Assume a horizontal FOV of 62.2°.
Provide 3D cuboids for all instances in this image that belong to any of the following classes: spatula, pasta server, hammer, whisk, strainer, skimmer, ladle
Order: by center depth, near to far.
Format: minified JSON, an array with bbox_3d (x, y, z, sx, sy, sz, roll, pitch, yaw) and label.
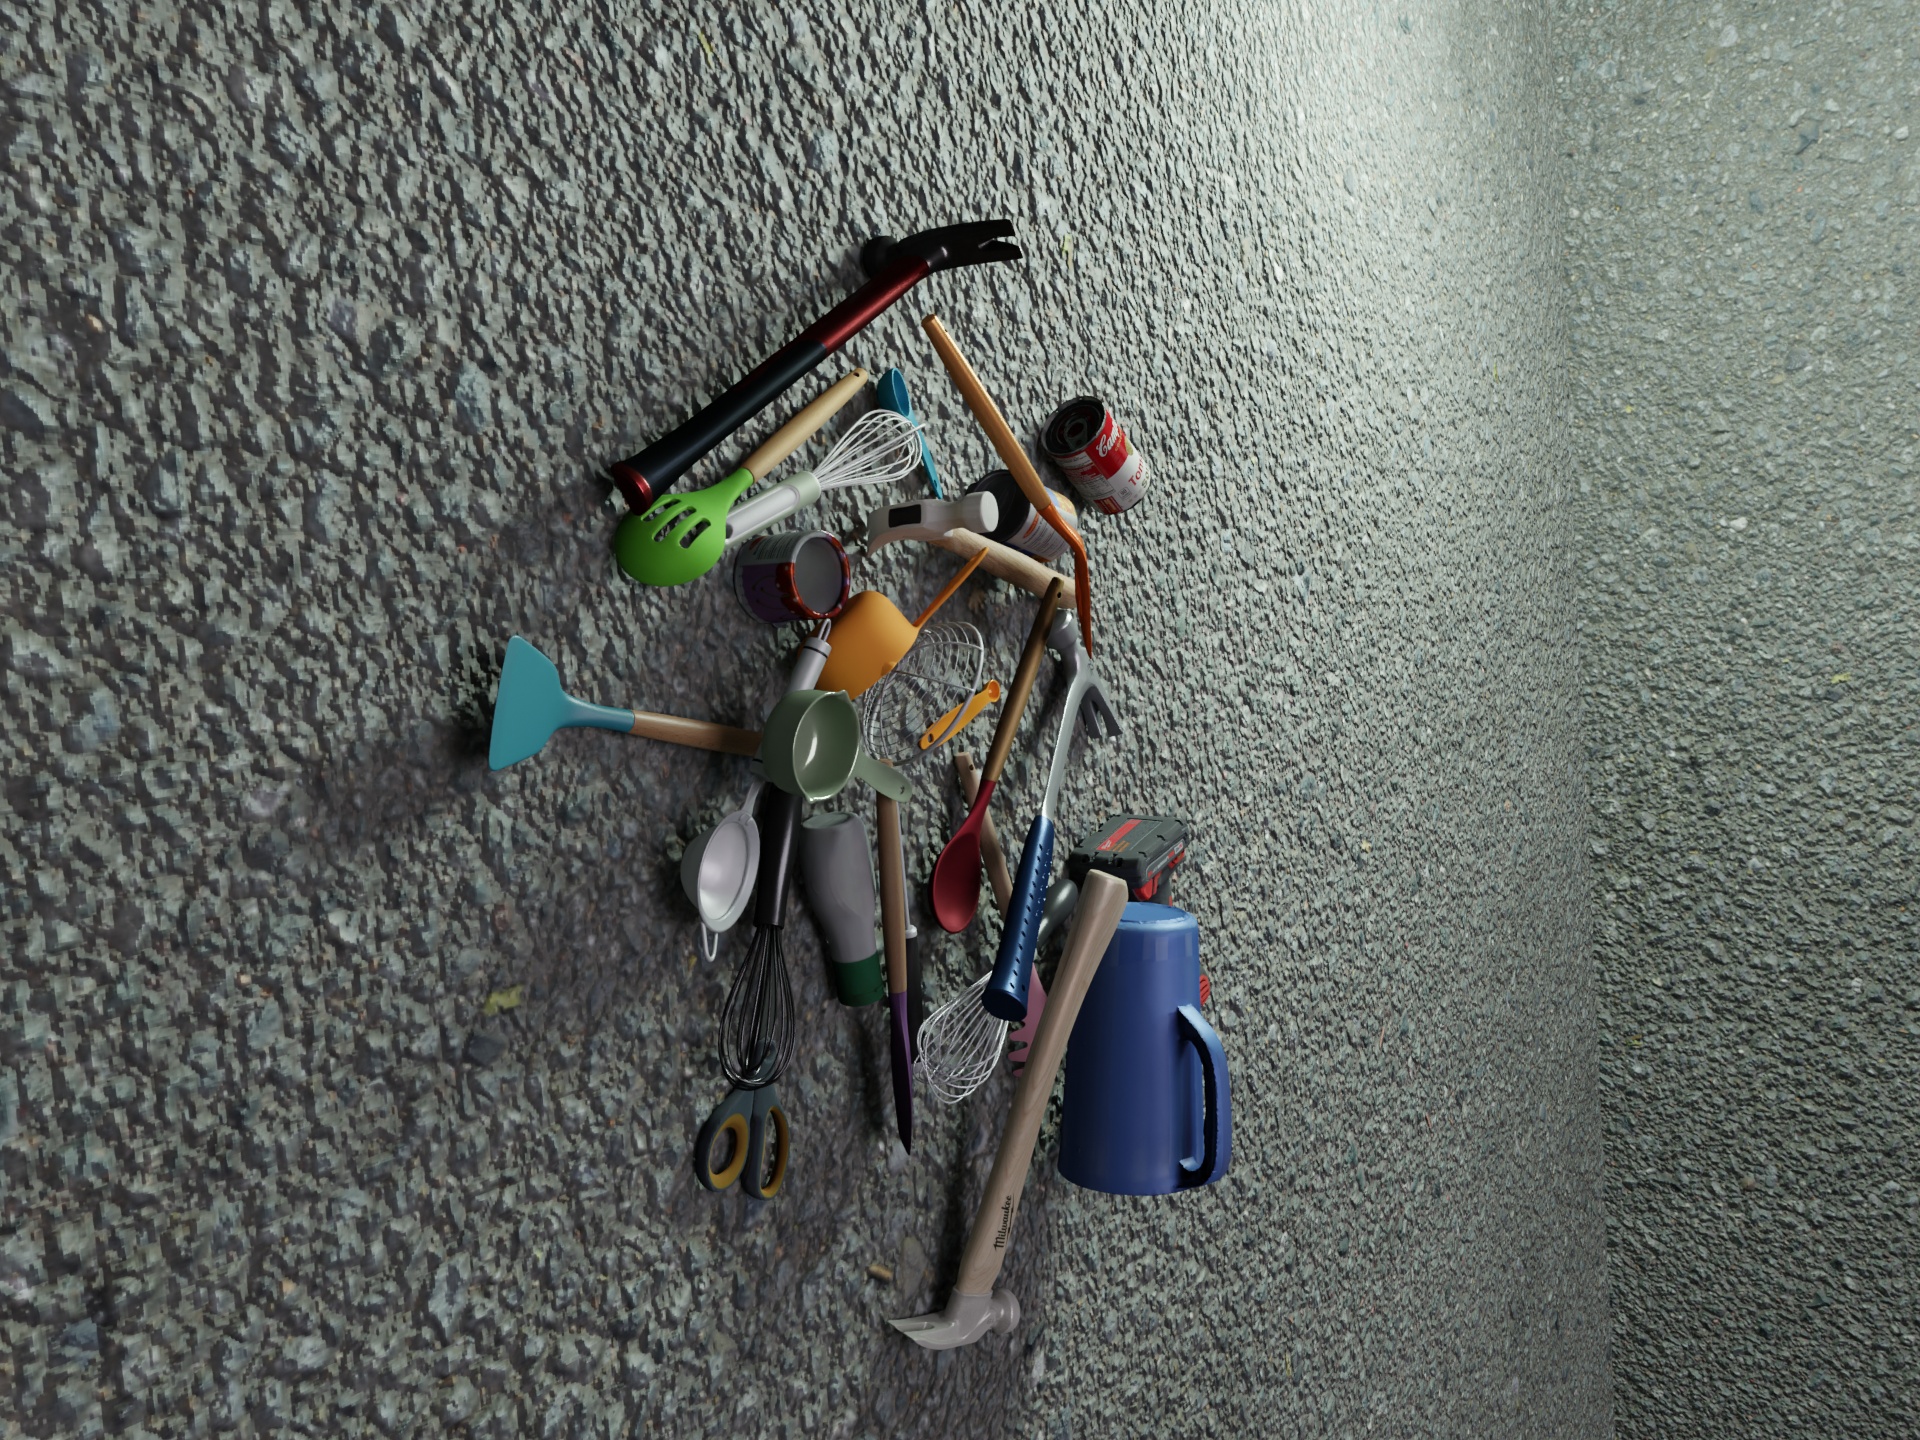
[{"bbox_3d":[-0.199,0.007,1.076,0.317,0.044,0.082,12,85,-54],"label":"spatula"},{"bbox_3d":[-0.144,0.042,1.123,0.258,0.050,0.086,-67,158,-14],"label":"strainer"},{"bbox_3d":[-0.105,-0.264,1.147,0.386,0.143,0.038,-49,130,-37],"label":"hammer"},{"bbox_3d":[-0.136,0.147,1.147,0.055,0.055,0.239,30,58,-49],"label":"whisk"},{"bbox_3d":[-0.109,-0.180,1.202,0.246,0.059,0.058,-37,102,-42],"label":"whisk"},{"bbox_3d":[-0.050,0.185,1.229,0.018,0.060,0.316,-5,100,-14],"label":"spatula"},{"bbox_3d":[0.046,-0.183,1.251,0.322,0.041,0.081,54,19,-36],"label":"spatula"},{"bbox_3d":[-0.023,0.105,1.270,0.090,0.127,0.363,-11,106,-27],"label":"skimmer"},{"bbox_3d":[0.053,0.322,1.326,0.146,0.038,0.410,18,90,-52],"label":"hammer"},{"bbox_3d":[0.039,0.216,1.331,0.285,0.070,0.070,-47,125,-51],"label":"whisk"},{"bbox_3d":[0.029,-0.136,1.348,0.331,0.130,0.031,15,74,-63],"label":"hammer"},{"bbox_3d":[0.033,0.026,1.349,0.069,0.031,0.315,25,83,-53],"label":"ladle"},{"bbox_3d":[0.078,0.086,1.382,0.143,0.035,0.406,59,32,-36],"label":"hammer"},{"bbox_3d":[0.039,0.176,1.410,0.060,0.040,0.316,-32,111,-49],"label":"pasta server"}]

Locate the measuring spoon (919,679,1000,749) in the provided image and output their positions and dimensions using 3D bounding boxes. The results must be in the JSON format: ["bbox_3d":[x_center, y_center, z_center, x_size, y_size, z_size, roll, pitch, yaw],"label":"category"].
[{"bbox_3d":[-0.002,-0.004,1.373,0.117,0.011,0.021,-38,119,-43],"label":"measuring spoon"}]

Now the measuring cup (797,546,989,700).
[{"bbox_3d":[-0.053,-0.087,1.206,0.173,0.095,0.052,-46,105,-10],"label":"measuring cup"}]

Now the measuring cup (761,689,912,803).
[{"bbox_3d":[-0.087,0.029,1.142,0.167,0.038,0.083,35,69,-58],"label":"measuring cup"}]

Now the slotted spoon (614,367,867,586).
[{"bbox_3d":[-0.146,-0.190,1.158,0.314,0.070,0.031,-53,174,-46],"label":"slotted spoon"}]

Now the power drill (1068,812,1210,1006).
[{"bbox_3d":[0.169,0.223,1.542,0.188,0.080,0.226,-33,118,-48],"label":"power drill"}]

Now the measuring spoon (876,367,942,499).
[{"bbox_3d":[-0.044,-0.233,1.319,0.042,0.021,0.128,-85,159,-47],"label":"measuring spoon"}]
